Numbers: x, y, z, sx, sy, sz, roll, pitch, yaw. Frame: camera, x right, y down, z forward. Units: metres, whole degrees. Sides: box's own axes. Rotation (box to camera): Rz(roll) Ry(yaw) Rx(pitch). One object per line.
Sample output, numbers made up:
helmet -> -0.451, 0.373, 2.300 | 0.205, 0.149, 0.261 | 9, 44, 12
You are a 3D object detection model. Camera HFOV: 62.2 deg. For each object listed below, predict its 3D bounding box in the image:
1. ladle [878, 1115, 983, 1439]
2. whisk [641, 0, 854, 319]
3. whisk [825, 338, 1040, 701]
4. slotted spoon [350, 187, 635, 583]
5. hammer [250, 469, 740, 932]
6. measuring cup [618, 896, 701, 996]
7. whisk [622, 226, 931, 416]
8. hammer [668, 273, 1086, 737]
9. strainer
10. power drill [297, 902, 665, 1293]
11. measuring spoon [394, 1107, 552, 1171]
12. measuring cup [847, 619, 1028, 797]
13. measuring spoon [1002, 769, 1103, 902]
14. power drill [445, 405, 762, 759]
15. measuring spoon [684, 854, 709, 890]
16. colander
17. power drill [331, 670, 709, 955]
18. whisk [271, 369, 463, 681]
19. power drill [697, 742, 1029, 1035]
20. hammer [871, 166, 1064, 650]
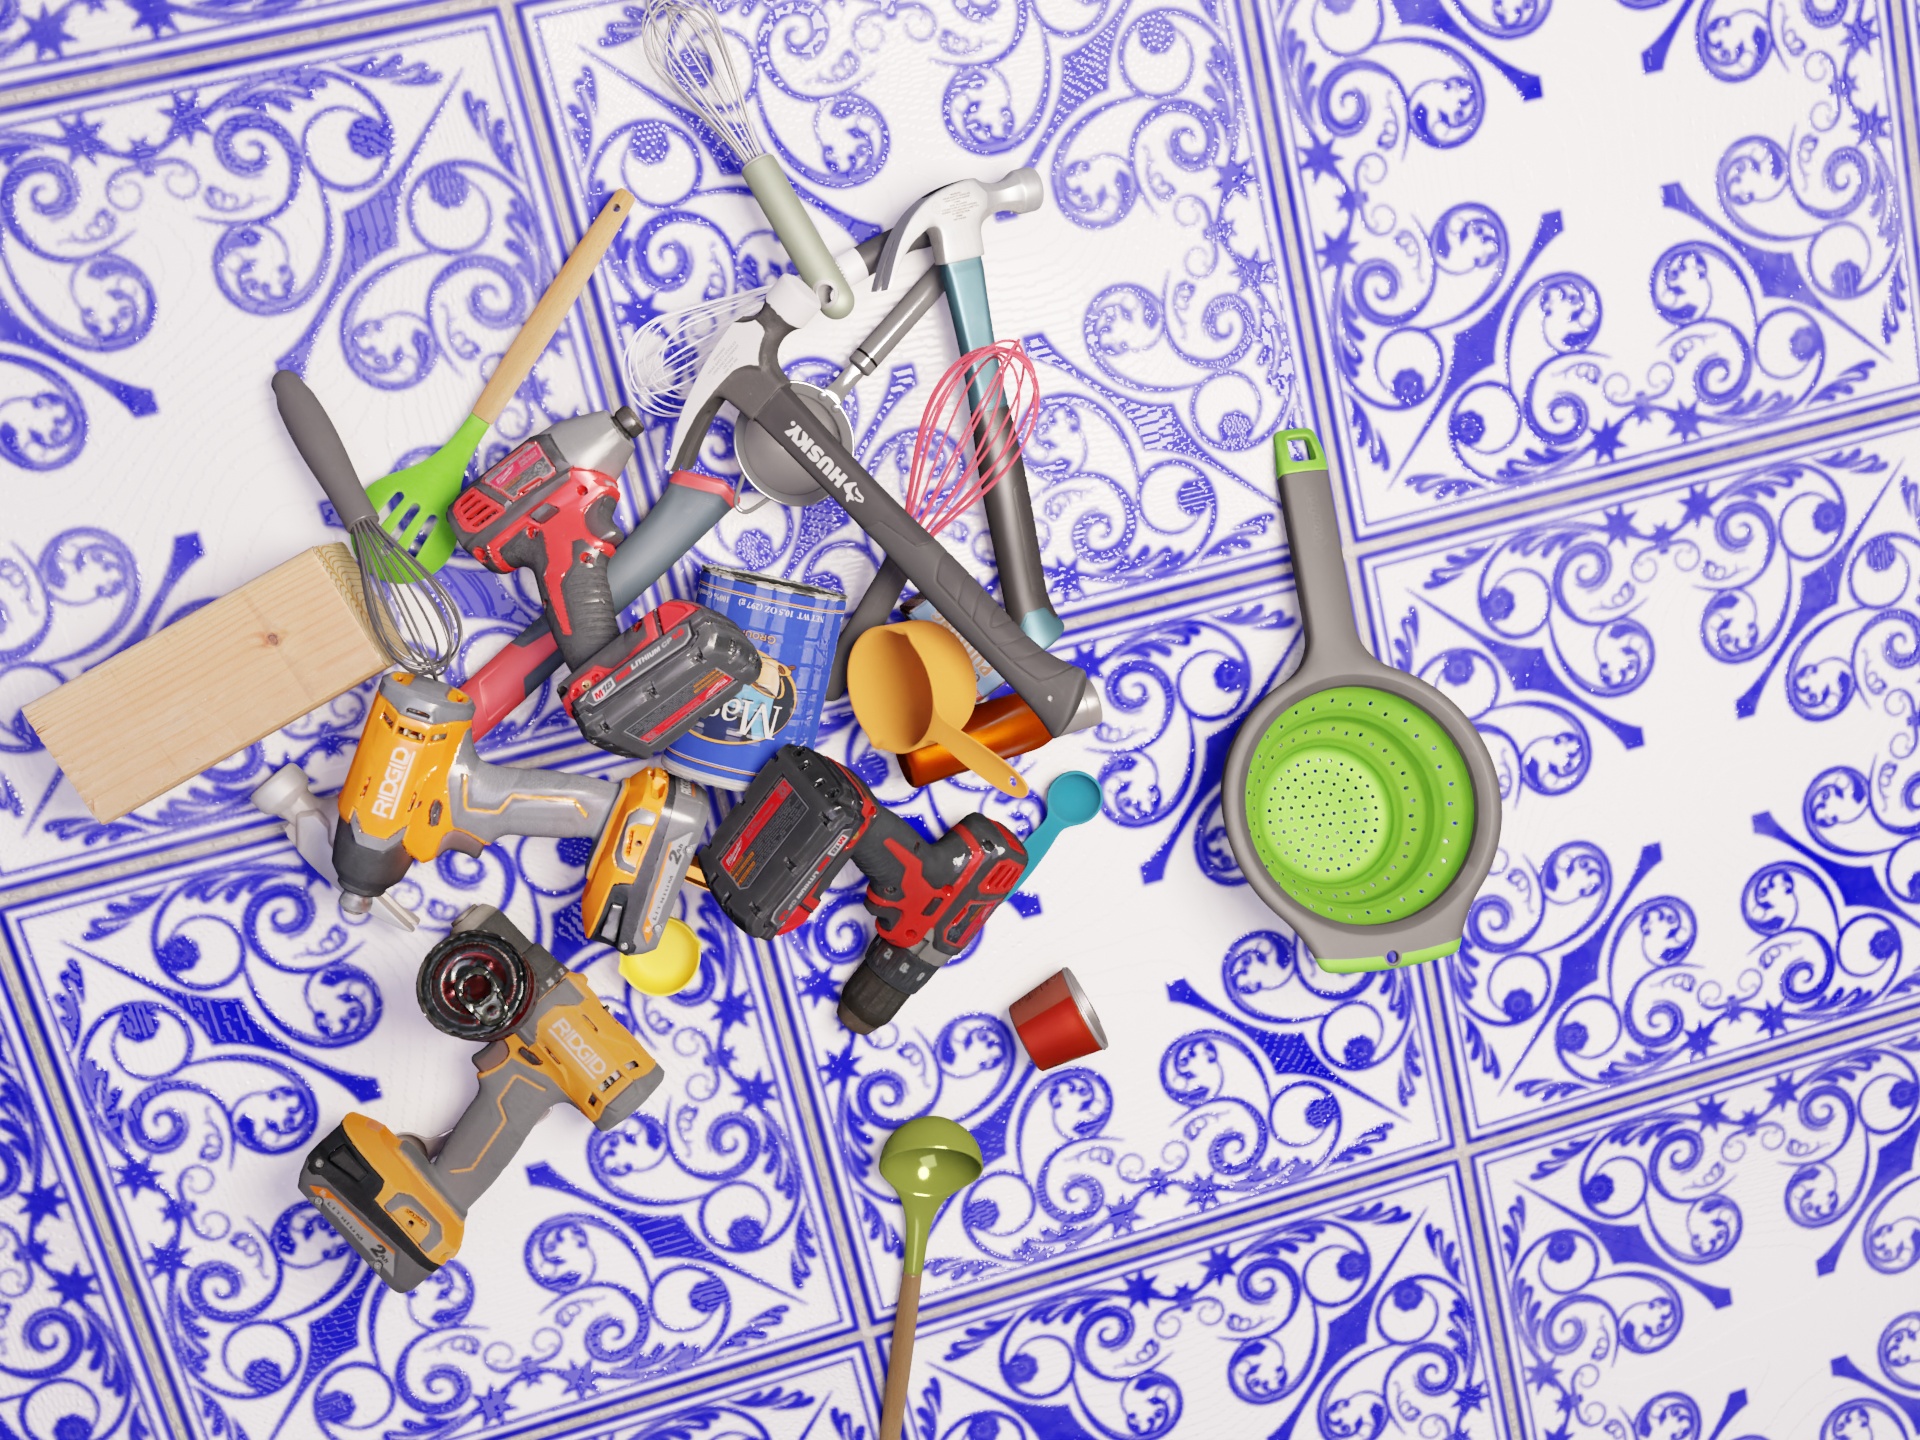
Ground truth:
ladle -> -0.039, 0.450, 1.211 | 0.078, 0.062, 0.320 | 6, 100, -7
whisk -> -0.137, -0.372, 1.046 | 0.058, 0.059, 0.246 | -30, 91, 26
whisk -> -0.029, -0.129, 1.080 | 0.073, 0.073, 0.295 | 25, 118, -12
slotted spoon -> -0.312, -0.227, 1.076 | 0.070, 0.031, 0.314 | 34, 91, -12
hammer -> -0.295, -0.024, 1.104 | 0.386, 0.038, 0.143 | -41, 104, -1
measuring cup -> -0.232, 0.122, 1.149 | 0.062, 0.029, 0.156 | -19, 90, -5
whisk -> -0.103, -0.294, 1.084 | 0.284, 0.070, 0.070 | -32, 102, -8
hammer -> -0.045, -0.117, 1.026 | 0.335, 0.035, 0.146 | 46, 109, 3
strainer -> -0.073, -0.241, 1.105 | 0.086, 0.050, 0.258 | 43, 85, -19
power drill -> -0.349, 0.257, 1.112 | 0.226, 0.084, 0.185 | -41, 95, -11
measuring spoon -> -0.359, 0.301, 1.160 | 0.124, 0.018, 0.034 | -16, 93, -13
measuring cup -> -0.002, -0.003, 1.064 | 0.052, 0.174, 0.095 | -17, 134, -44
measuring spoon -> 0.058, 0.088, 1.191 | 0.042, 0.021, 0.128 | 36, 101, -13
power drill -> -0.228, -0.097, 1.030 | 0.143, 0.078, 0.220 | -36, 70, 5
measuring spoon -> -0.169, 0.118, 1.162 | 0.117, 0.011, 0.021 | 23, 95, -8
colander -> 0.270, -0.015, 1.178 | 0.204, 0.094, 0.397 | -7, 82, -7
power drill -> -0.300, 0.079, 1.067 | 0.226, 0.084, 0.164 | 21, 98, -15
whisk -> -0.393, -0.130, 1.040 | 0.055, 0.055, 0.239 | -30, 82, -3
power drill -> -0.073, 0.126, 1.104 | 0.188, 0.080, 0.226 | -52, 138, 9
hammer -> 0.024, -0.205, 1.111 | 0.128, 0.033, 0.331 | -18, 107, -19
